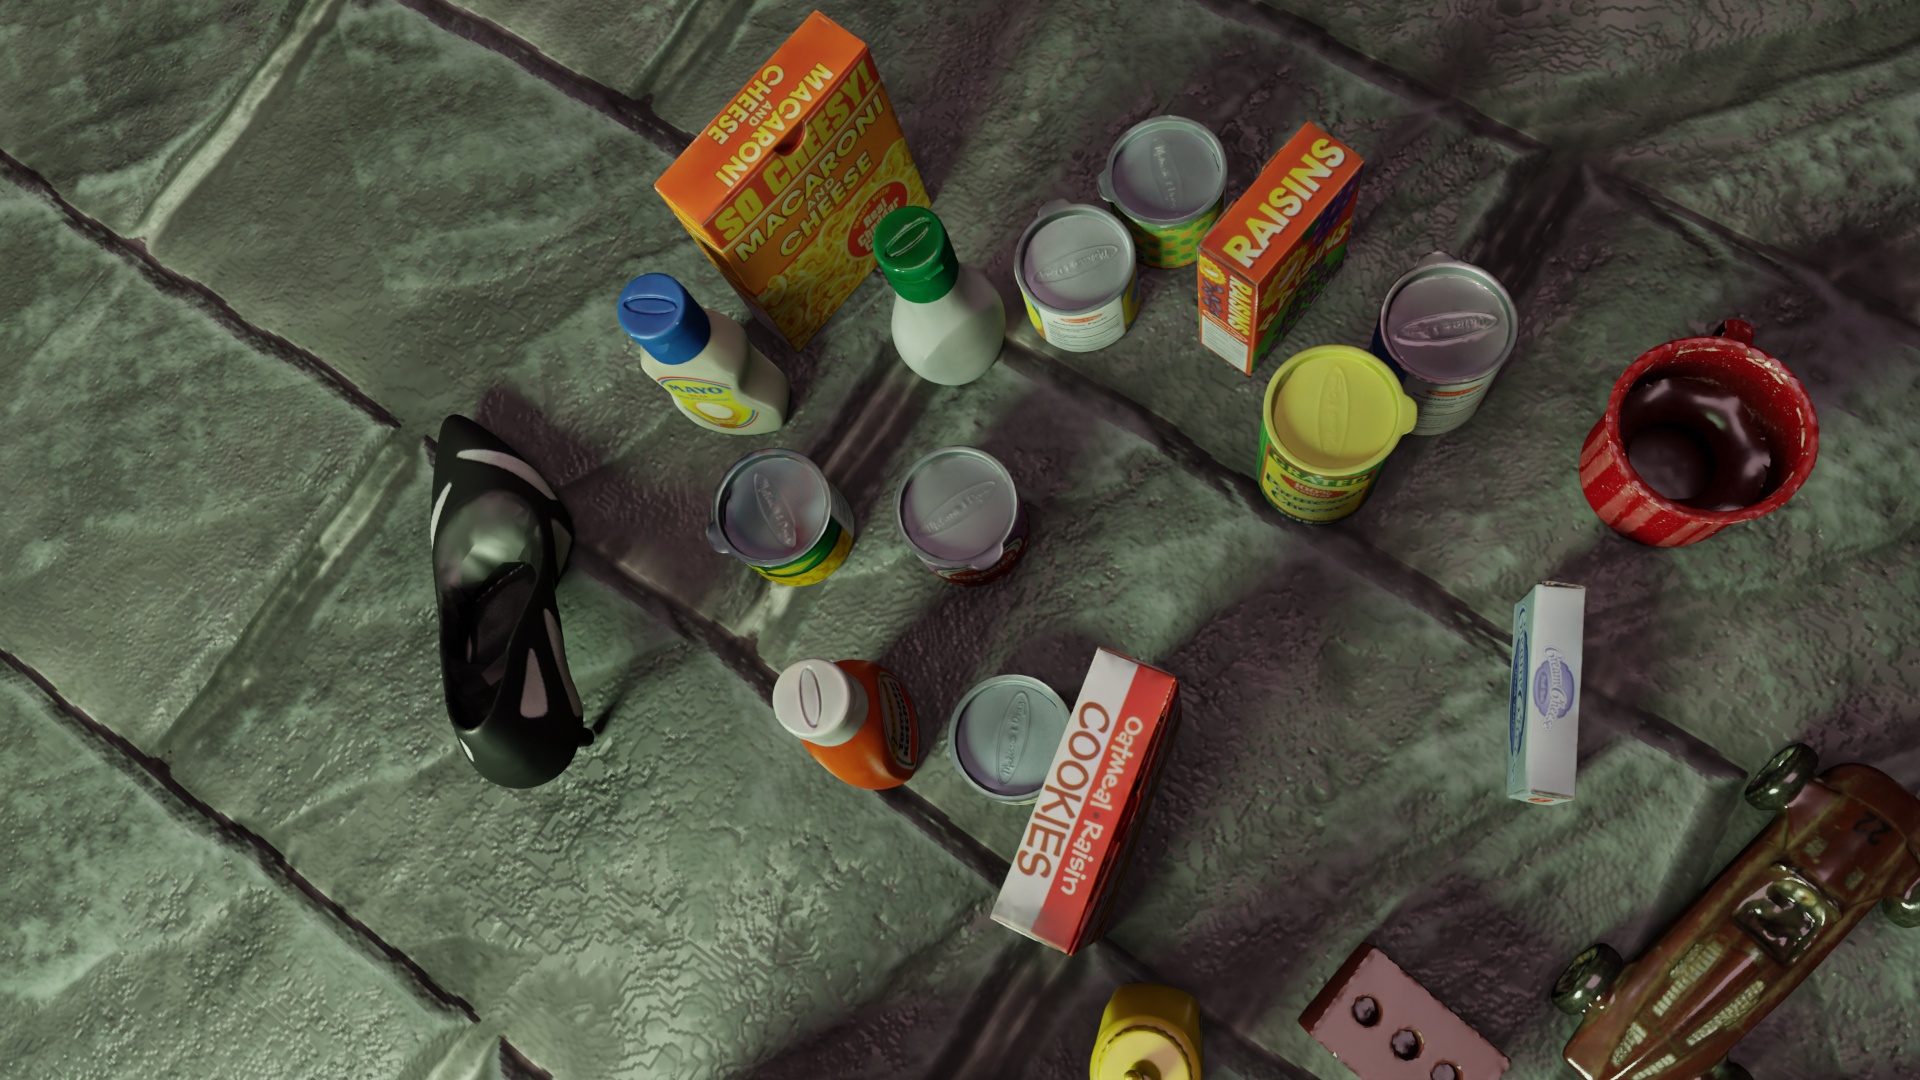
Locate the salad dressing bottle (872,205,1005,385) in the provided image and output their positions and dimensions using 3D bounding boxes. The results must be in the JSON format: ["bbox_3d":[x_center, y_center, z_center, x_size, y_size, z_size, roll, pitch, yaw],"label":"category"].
[{"bbox_3d":[-0.012,-0.128,0.738,0.064,0.147,0.044,-39,73,-1],"label":"salad dressing bottle"}]

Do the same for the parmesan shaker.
[{"bbox_3d":[0.188,-0.050,0.707,0.071,0.103,0.071,-2,76,9],"label":"parmesan shaker"}]

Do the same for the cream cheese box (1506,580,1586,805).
[{"bbox_3d":[0.287,0.076,0.684,0.024,0.053,0.104,6,77,11],"label":"cream cheese box"}]

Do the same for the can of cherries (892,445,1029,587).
[{"bbox_3d":[0.003,-0.009,0.752,0.071,0.058,0.071,-2,76,9],"label":"can of cherries"}]

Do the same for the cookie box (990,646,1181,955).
[{"bbox_3d":[0.066,0.125,0.650,0.040,0.167,0.123,20,80,14],"label":"cookie box"}]

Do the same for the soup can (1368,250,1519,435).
[{"bbox_3d":[0.246,-0.100,0.721,0.071,0.083,0.071,-2,76,9],"label":"soup can"}]

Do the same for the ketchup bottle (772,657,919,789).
[{"bbox_3d":[-0.056,0.088,0.689,0.043,0.148,0.065,-12,75,7],"label":"ketchup bottle"}]

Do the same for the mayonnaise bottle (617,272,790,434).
[{"bbox_3d":[-0.141,-0.098,0.752,0.065,0.148,0.041,5,77,11],"label":"mayonnaise bottle"}]

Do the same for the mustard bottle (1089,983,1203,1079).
[{"bbox_3d":[0.084,0.236,0.622,0.049,0.160,0.065,5,77,11],"label":"mustard bottle"}]

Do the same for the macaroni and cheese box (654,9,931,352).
[{"bbox_3d":[-0.083,-0.187,0.755,0.040,0.166,0.124,40,85,16],"label":"macaroni and cheese box"}]

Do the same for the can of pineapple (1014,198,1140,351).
[{"bbox_3d":[0.066,-0.147,0.777,0.071,0.057,0.071,-2,76,9],"label":"can of pineapple"}]

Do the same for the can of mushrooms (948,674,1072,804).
[{"bbox_3d":[0.031,0.106,0.730,0.071,0.033,0.071,-2,76,9],"label":"can of mushrooms"}]

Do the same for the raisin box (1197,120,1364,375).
[{"bbox_3d":[0.165,-0.149,0.726,0.040,0.123,0.086,40,86,16],"label":"raisin box"}]

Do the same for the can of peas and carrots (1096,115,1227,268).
[{"bbox_3d":[0.114,-0.193,0.780,0.071,0.058,0.071,-2,76,9],"label":"can of peas and carrots"}]

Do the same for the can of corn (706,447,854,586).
[{"bbox_3d":[-0.099,-0.010,0.769,0.071,0.058,0.071,-2,76,9],"label":"can of corn"}]
